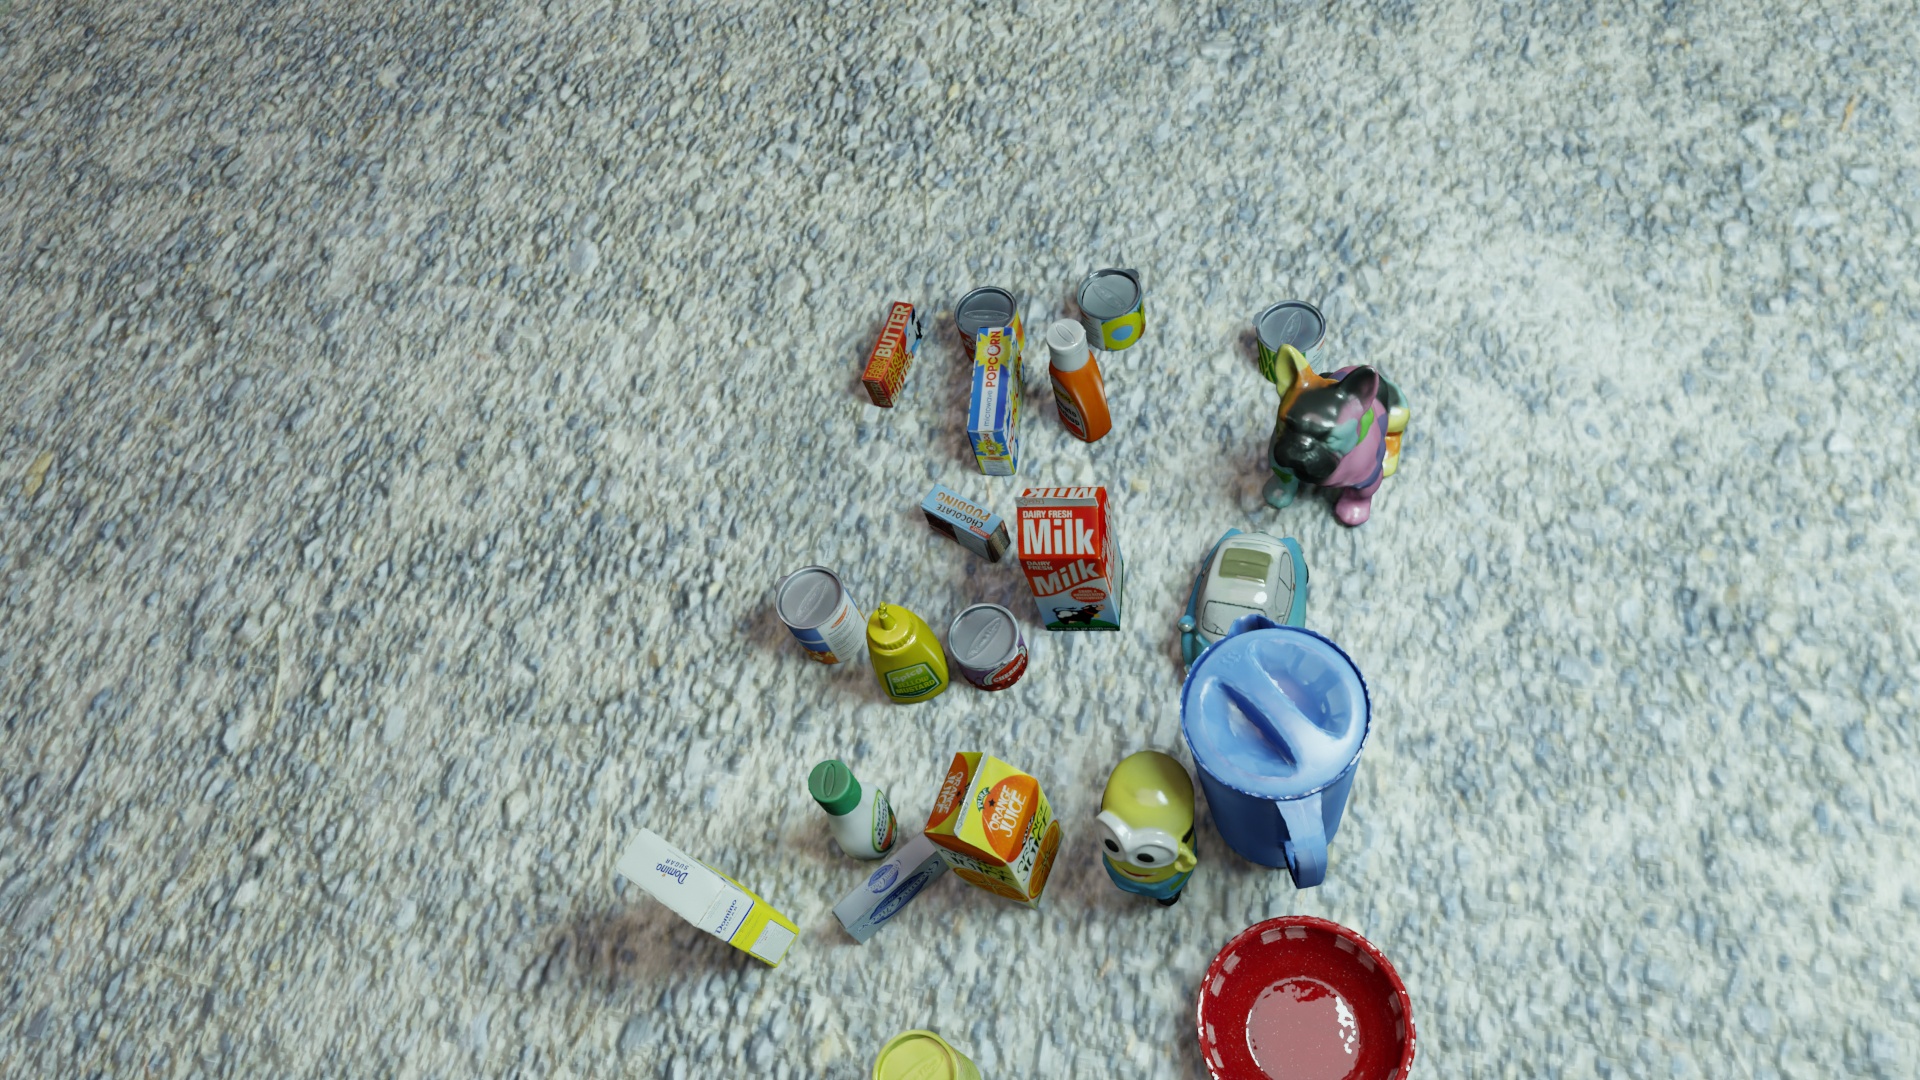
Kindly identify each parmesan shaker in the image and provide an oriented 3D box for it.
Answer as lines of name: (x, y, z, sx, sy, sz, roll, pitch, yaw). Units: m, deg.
parmesan shaker: (-0.022, 0.425, 1.079, 0.071, 0.102, 0.071, -6, 60, 10)

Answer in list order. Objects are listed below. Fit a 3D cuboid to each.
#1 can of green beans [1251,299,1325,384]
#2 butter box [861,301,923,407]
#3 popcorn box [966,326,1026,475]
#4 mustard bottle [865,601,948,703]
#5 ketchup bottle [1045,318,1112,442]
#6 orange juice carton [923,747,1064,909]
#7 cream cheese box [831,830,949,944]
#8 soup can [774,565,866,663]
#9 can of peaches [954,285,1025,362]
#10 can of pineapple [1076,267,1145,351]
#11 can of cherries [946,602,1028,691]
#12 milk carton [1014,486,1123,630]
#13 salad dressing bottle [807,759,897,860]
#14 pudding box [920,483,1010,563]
can of green beans: (0.326, -0.194, 1.371, 0.071, 0.057, 0.071, -6, 60, 10)
butter box: (-0.070, -0.196, 1.468, 0.024, 0.053, 0.104, 12, 65, 19)
popcorn box: (0.037, -0.139, 1.392, 0.038, 0.085, 0.127, -1, 61, 13)
mustard bottle: (-0.053, 0.096, 1.238, 0.065, 0.159, 0.049, -17, 59, 4)
ketchup bottle: (0.112, -0.158, 1.348, 0.043, 0.148, 0.065, -36, 60, -7)
orange juice carton: (0.026, 0.231, 1.124, 0.073, 0.192, 0.072, 15, 66, 20)
cream cheese box: (-0.058, 0.297, 1.188, 0.104, 0.053, 0.024, -40, 60, -10)
soup can: (-0.133, 0.070, 1.315, 0.071, 0.083, 0.071, -6, 60, 10)
can of peaches: (0.031, -0.221, 1.456, 0.071, 0.058, 0.071, -6, 60, 10)
can of pineapple: (0.159, -0.239, 1.436, 0.071, 0.057, 0.071, -6, 60, 10)
can of cherries: (0.027, 0.100, 1.276, 0.071, 0.058, 0.072, -6, 60, 10)
milk carton: (0.098, 0.009, 1.233, 0.072, 0.189, 0.074, 0, 62, 13)
salad dressing bottle: (-0.092, 0.228, 1.180, 0.044, 0.147, 0.064, -1, 61, 13)
pudding box: (0.005, -0.017, 1.352, 0.084, 0.049, 0.030, 29, 71, 25)
